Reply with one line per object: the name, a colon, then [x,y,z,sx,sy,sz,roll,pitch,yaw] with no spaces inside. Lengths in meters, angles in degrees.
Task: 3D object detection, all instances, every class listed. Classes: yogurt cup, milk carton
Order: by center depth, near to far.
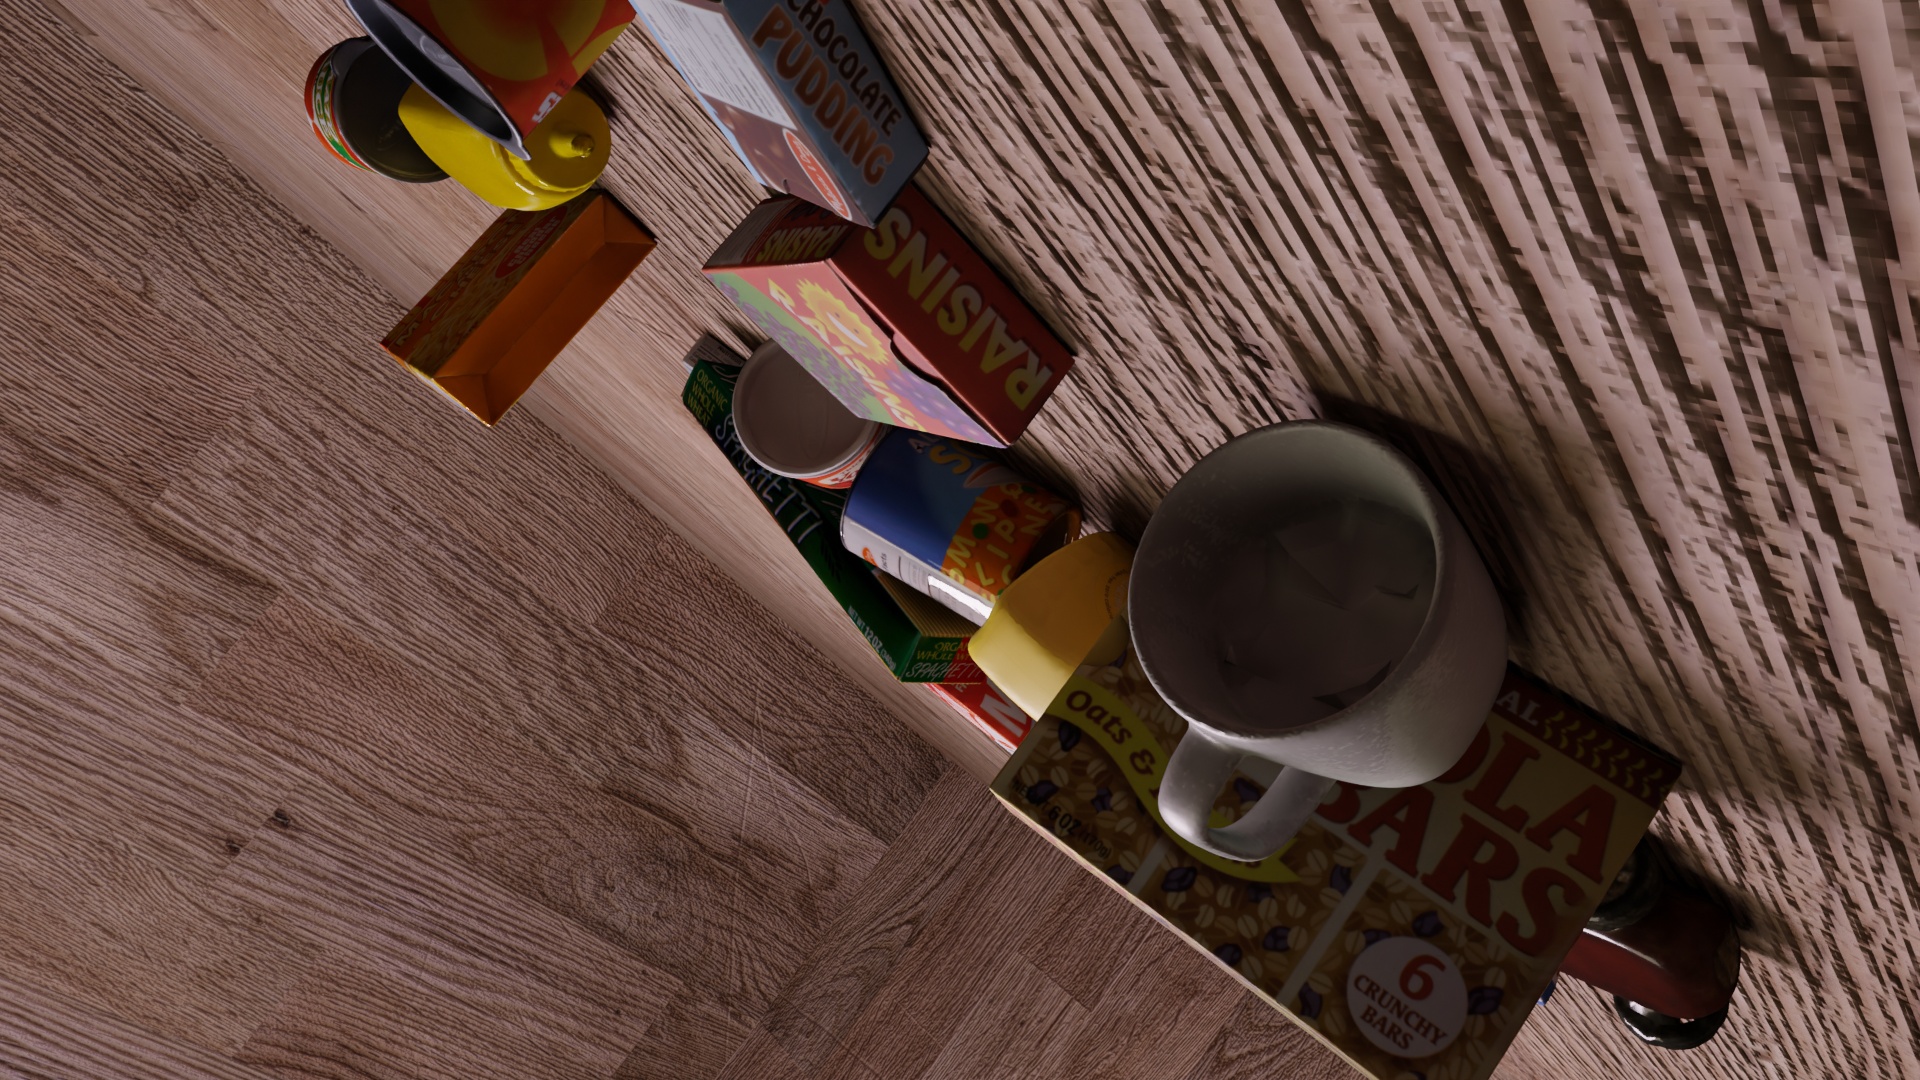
yogurt cup: [-0.060,-0.055,0.614,0.072,0.072,0.054,35,177,17]
milk carton: [0.036,0.099,0.953,0.190,0.072,0.073,38,170,-9]

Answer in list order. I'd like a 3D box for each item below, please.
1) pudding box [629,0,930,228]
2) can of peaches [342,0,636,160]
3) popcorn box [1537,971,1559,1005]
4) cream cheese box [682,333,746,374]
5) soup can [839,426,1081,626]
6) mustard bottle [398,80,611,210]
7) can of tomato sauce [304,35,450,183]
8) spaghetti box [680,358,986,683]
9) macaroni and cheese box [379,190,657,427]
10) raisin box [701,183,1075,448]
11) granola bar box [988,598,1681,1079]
pudding box: [-0.048,-0.122,0.356,0.050,0.030,0.083,30,167,34]
can of peaches: [-0.140,-0.162,0.421,0.071,0.058,0.071,36,170,8]
popcorn box: [0.212,0.171,0.662,0.126,0.038,0.085,8,151,41]
cream cheese box: [-0.114,-0.076,0.818,0.104,0.024,0.053,36,171,9]
soup can: [0.002,-0.008,0.600,0.084,0.071,0.071,29,167,20]
mustard bottle: [-0.178,-0.165,0.567,0.160,0.049,0.065,25,164,49]
can of tomato sauce: [-0.268,-0.204,0.651,0.071,0.071,0.083,45,168,-35]
spaghetti box: [-0.067,-0.017,0.689,0.050,0.028,0.251,6,-150,-41]
macaroni and cheese box: [-0.238,-0.127,0.734,0.040,0.124,0.166,45,168,-31]
raisin box: [-0.029,-0.077,0.470,0.086,0.040,0.123,44,168,-27]
granola bar box: [0.111,0.078,0.432,0.166,0.124,0.039,33,168,25]
